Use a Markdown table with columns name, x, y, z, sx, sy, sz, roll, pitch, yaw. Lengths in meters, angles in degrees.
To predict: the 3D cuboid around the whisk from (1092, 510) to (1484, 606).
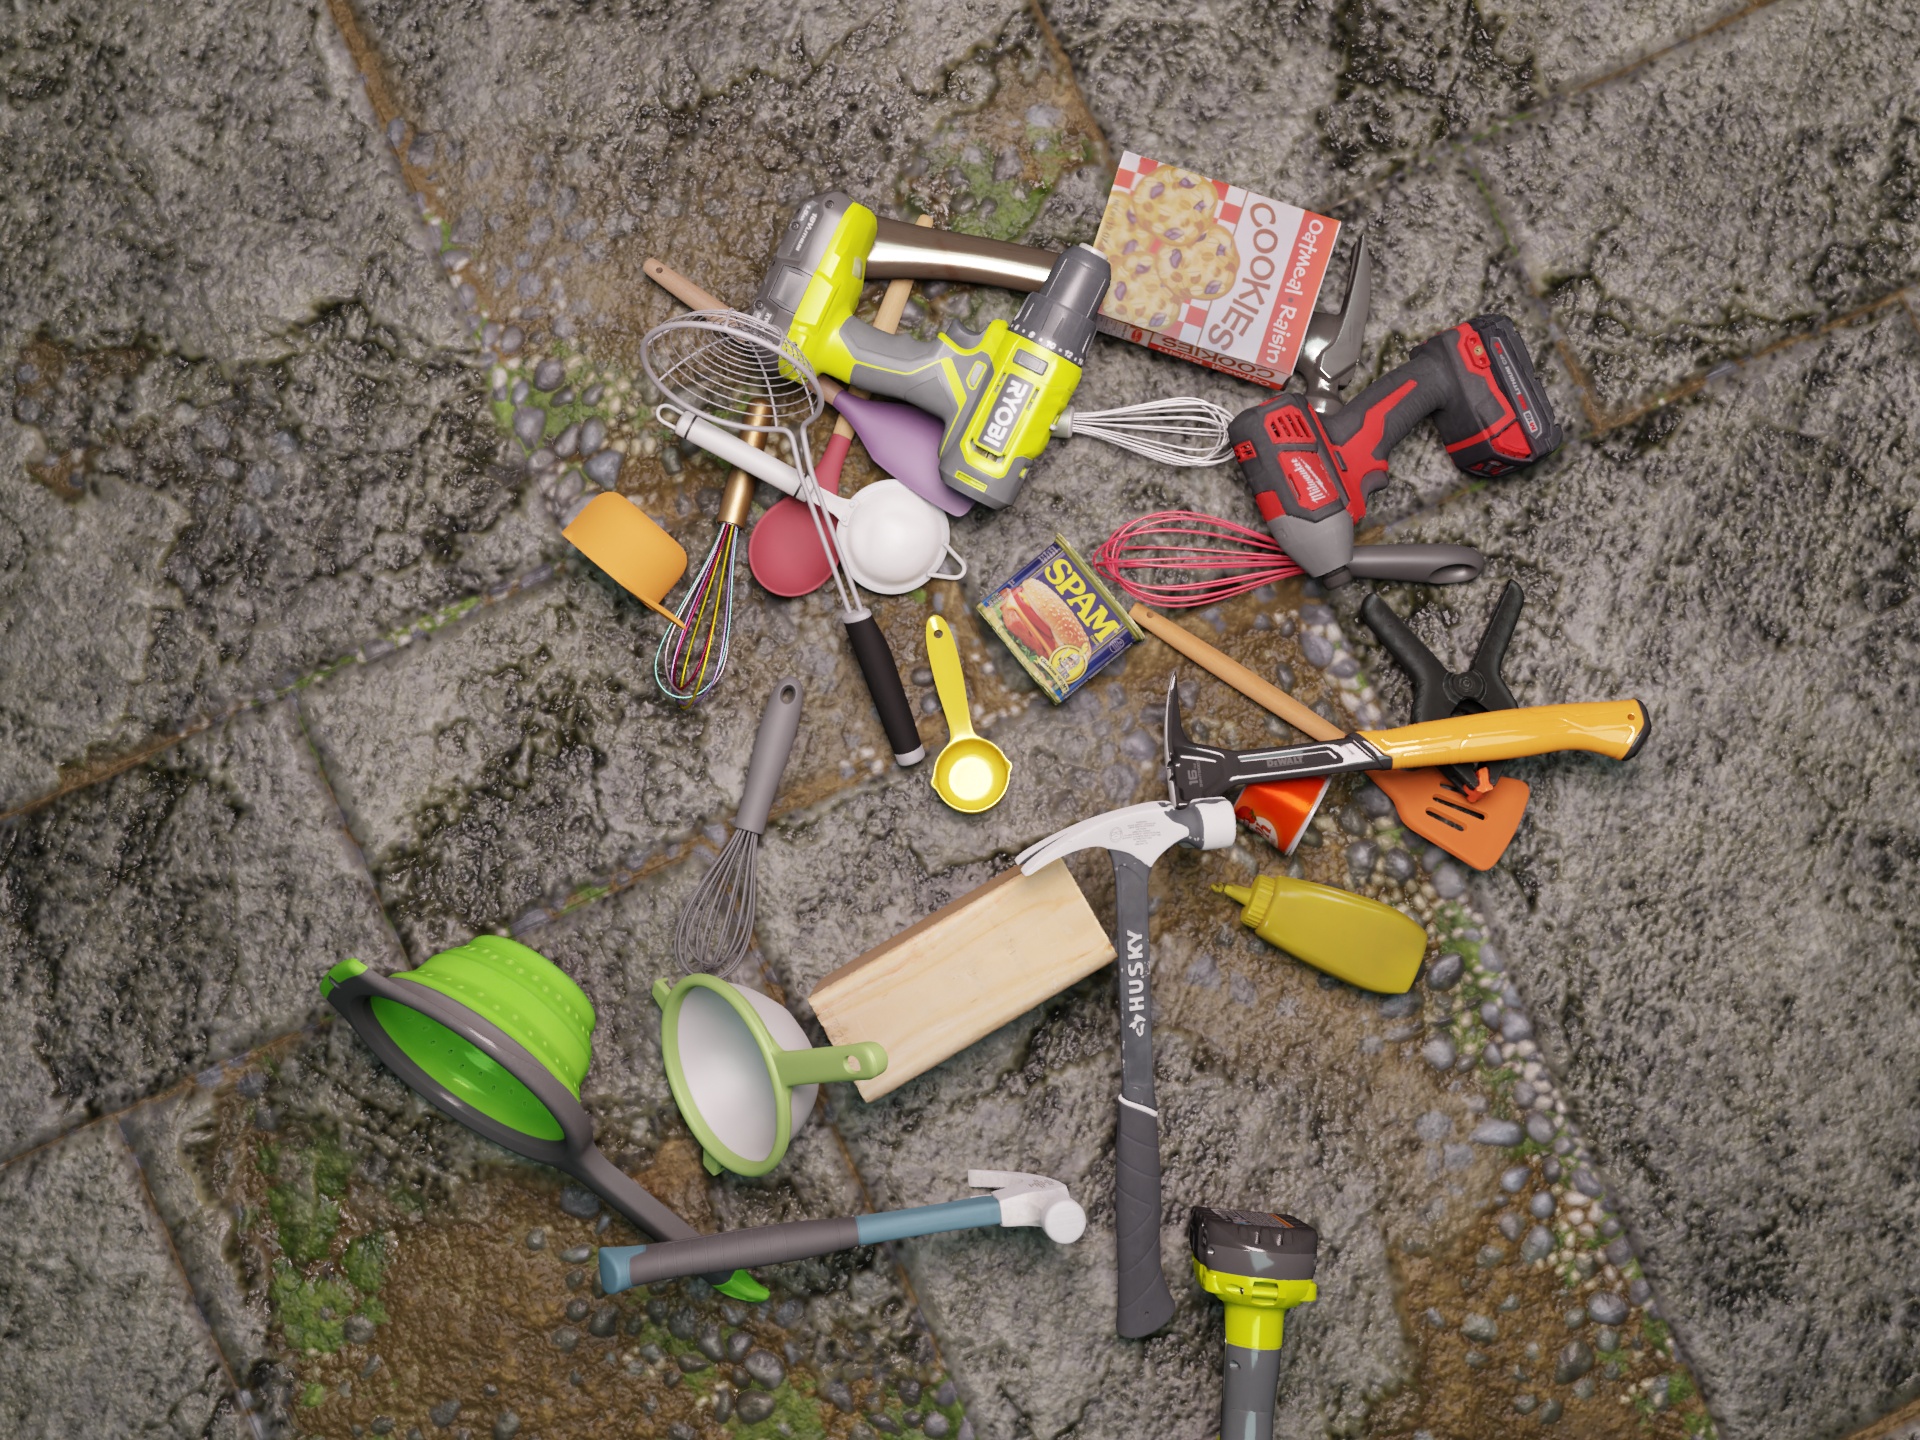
| name | x | y | z | sx | sy | sz | roll | pitch | yaw |
| --- | --- | --- | --- | --- | --- | --- | --- | --- | --- |
| whisk | 0.245 | -0.120 | 1.187 | 0.296 | 0.073 | 0.073 | 1 | 88 | -4 |

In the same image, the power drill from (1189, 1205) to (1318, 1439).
| name | x | y | z | sx | sy | sz | roll | pitch | yaw |
| --- | --- | --- | --- | --- | --- | --- | --- | --- | --- |
| power drill | 0.197 | 0.463 | 1.115 | 0.080 | 0.171 | 0.223 | 5 | 79 | 1 |

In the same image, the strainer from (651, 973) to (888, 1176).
| name | x | y | z | sx | sy | sz | roll | pitch | yaw |
| --- | --- | --- | --- | --- | --- | --- | --- | --- | --- |
| strainer | -0.116 | 0.237 | 1.118 | 0.069 | 0.256 | 0.151 | -16 | 88 | -42 |

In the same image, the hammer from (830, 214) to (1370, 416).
| name | x | y | z | sx | sy | sz | roll | pitch | yaw |
| --- | --- | --- | --- | --- | --- | --- | --- | --- | --- |
| hammer | 0.103 | -0.336 | 1.198 | 0.410 | 0.038 | 0.146 | 13 | 87 | -1 |

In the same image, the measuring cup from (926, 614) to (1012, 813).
| name | x | y | z | sx | sy | sz | roll | pitch | yaw |
| --- | --- | --- | --- | --- | --- | --- | --- | --- | --- |
| measuring cup | -0.002 | -0.004 | 1.207 | 0.062 | 0.029 | 0.157 | -13 | 76 | 1 |

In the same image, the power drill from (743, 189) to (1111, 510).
| name | x | y | z | sx | sy | sz | roll | pitch | yaw |
| --- | --- | --- | --- | --- | --- | --- | --- | --- | --- |
| power drill | -0.020 | -0.282 | 1.133 | 0.228 | 0.080 | 0.190 | 28 | 101 | 6 |

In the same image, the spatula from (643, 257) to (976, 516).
| name | x | y | z | sx | sy | sz | roll | pitch | yaw |
| --- | --- | --- | --- | --- | --- | --- | --- | --- | --- |
| spatula | -0.111 | -0.259 | 1.197 | 0.316 | 0.018 | 0.060 | 35 | 81 | 7 |

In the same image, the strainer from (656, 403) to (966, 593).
| name | x | y | z | sx | sy | sz | roll | pitch | yaw |
| --- | --- | --- | --- | --- | --- | --- | --- | --- | --- |
| strainer | -0.108 | -0.166 | 1.175 | 0.258 | 0.050 | 0.087 | 27 | 98 | -8 |

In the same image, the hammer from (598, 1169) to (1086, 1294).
| name | x | y | z | sx | sy | sz | roll | pitch | yaw |
| --- | --- | --- | --- | --- | --- | --- | --- | --- | --- |
| hammer | -0.086 | 0.361 | 1.116 | 0.331 | 0.128 | 0.033 | -6 | 87 | -10 |

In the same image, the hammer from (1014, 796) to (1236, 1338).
| name | x | y | z | sx | sy | sz | roll | pitch | yaw |
| --- | --- | --- | --- | --- | --- | --- | --- | --- | --- |
| hammer | 0.120 | 0.255 | 1.123 | 0.149 | 0.036 | 0.408 | -5 | 106 | -9 |

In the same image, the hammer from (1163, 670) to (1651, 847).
| name | x | y | z | sx | sy | sz | roll | pitch | yaw |
| --- | --- | --- | --- | --- | --- | --- | --- | --- | --- |
| hammer | 0.314 | 0.012 | 1.131 | 0.337 | 0.034 | 0.127 | -6 | 69 | 4 |

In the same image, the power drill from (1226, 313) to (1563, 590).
| name | x | y | z | sx | sy | sz | roll | pitch | yaw |
| --- | --- | --- | --- | --- | --- | --- | --- | --- | --- |
| power drill | 0.312 | -0.194 | 1.150 | 0.219 | 0.078 | 0.143 | -25 | 93 | -13 |

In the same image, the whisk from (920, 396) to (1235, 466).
| name | x | y | z | sx | sy | sz | roll | pitch | yaw |
| --- | --- | --- | --- | --- | --- | --- | --- | --- | --- |
| whisk | 0.091 | -0.224 | 1.200 | 0.246 | 0.057 | 0.059 | 6 | 53 | 6 |

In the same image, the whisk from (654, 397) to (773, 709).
| name | x | y | z | sx | sy | sz | roll | pitch | yaw |
| --- | --- | --- | --- | --- | --- | --- | --- | --- | --- |
| whisk | -0.183 | -0.127 | 1.207 | 0.051 | 0.047 | 0.245 | 13 | 83 | 3 |

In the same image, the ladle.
| name | x | y | z | sx | sy | sz | roll | pitch | yaw |
| --- | --- | --- | --- | --- | --- | --- | --- | --- | --- |
| ladle | -0.082 | -0.241 | 1.214 | 0.069 | 0.031 | 0.315 | 21 | 86 | -3 |

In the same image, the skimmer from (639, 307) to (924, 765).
| name | x | y | z | sx | sy | sz | roll | pitch | yaw |
| --- | --- | --- | --- | --- | --- | --- | --- | --- | --- |
| skimmer | -0.112 | -0.118 | 1.125 | 0.127 | 0.090 | 0.363 | -4 | 114 | 39 |

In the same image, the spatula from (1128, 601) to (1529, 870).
| name | x | y | z | sx | sy | sz | roll | pitch | yaw |
| --- | --- | --- | --- | --- | --- | --- | --- | --- | --- |
| spatula | 0.266 | -0.001 | 1.187 | 0.322 | 0.041 | 0.081 | 33 | 69 | 4 |

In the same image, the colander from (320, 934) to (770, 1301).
| name | x | y | z | sx | sy | sz | roll | pitch | yaw |
| --- | --- | --- | --- | --- | --- | --- | --- | --- | --- |
| colander | -0.274 | 0.276 | 1.162 | 0.397 | 0.204 | 0.094 | 43 | 54 | -13 |

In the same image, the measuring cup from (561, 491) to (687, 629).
| name | x | y | z | sx | sy | sz | roll | pitch | yaw |
| --- | --- | --- | --- | --- | --- | --- | --- | --- | --- |
| measuring cup | -0.223 | -0.113 | 1.151 | 0.052 | 0.174 | 0.095 | -51 | 131 | -4 |

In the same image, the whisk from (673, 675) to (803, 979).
| name | x | y | z | sx | sy | sz | roll | pitch | yaw |
| --- | --- | --- | --- | --- | --- | --- | --- | --- | --- |
| whisk | -0.162 | 0.080 | 1.195 | 0.055 | 0.055 | 0.239 | 16 | 84 | 2 |
